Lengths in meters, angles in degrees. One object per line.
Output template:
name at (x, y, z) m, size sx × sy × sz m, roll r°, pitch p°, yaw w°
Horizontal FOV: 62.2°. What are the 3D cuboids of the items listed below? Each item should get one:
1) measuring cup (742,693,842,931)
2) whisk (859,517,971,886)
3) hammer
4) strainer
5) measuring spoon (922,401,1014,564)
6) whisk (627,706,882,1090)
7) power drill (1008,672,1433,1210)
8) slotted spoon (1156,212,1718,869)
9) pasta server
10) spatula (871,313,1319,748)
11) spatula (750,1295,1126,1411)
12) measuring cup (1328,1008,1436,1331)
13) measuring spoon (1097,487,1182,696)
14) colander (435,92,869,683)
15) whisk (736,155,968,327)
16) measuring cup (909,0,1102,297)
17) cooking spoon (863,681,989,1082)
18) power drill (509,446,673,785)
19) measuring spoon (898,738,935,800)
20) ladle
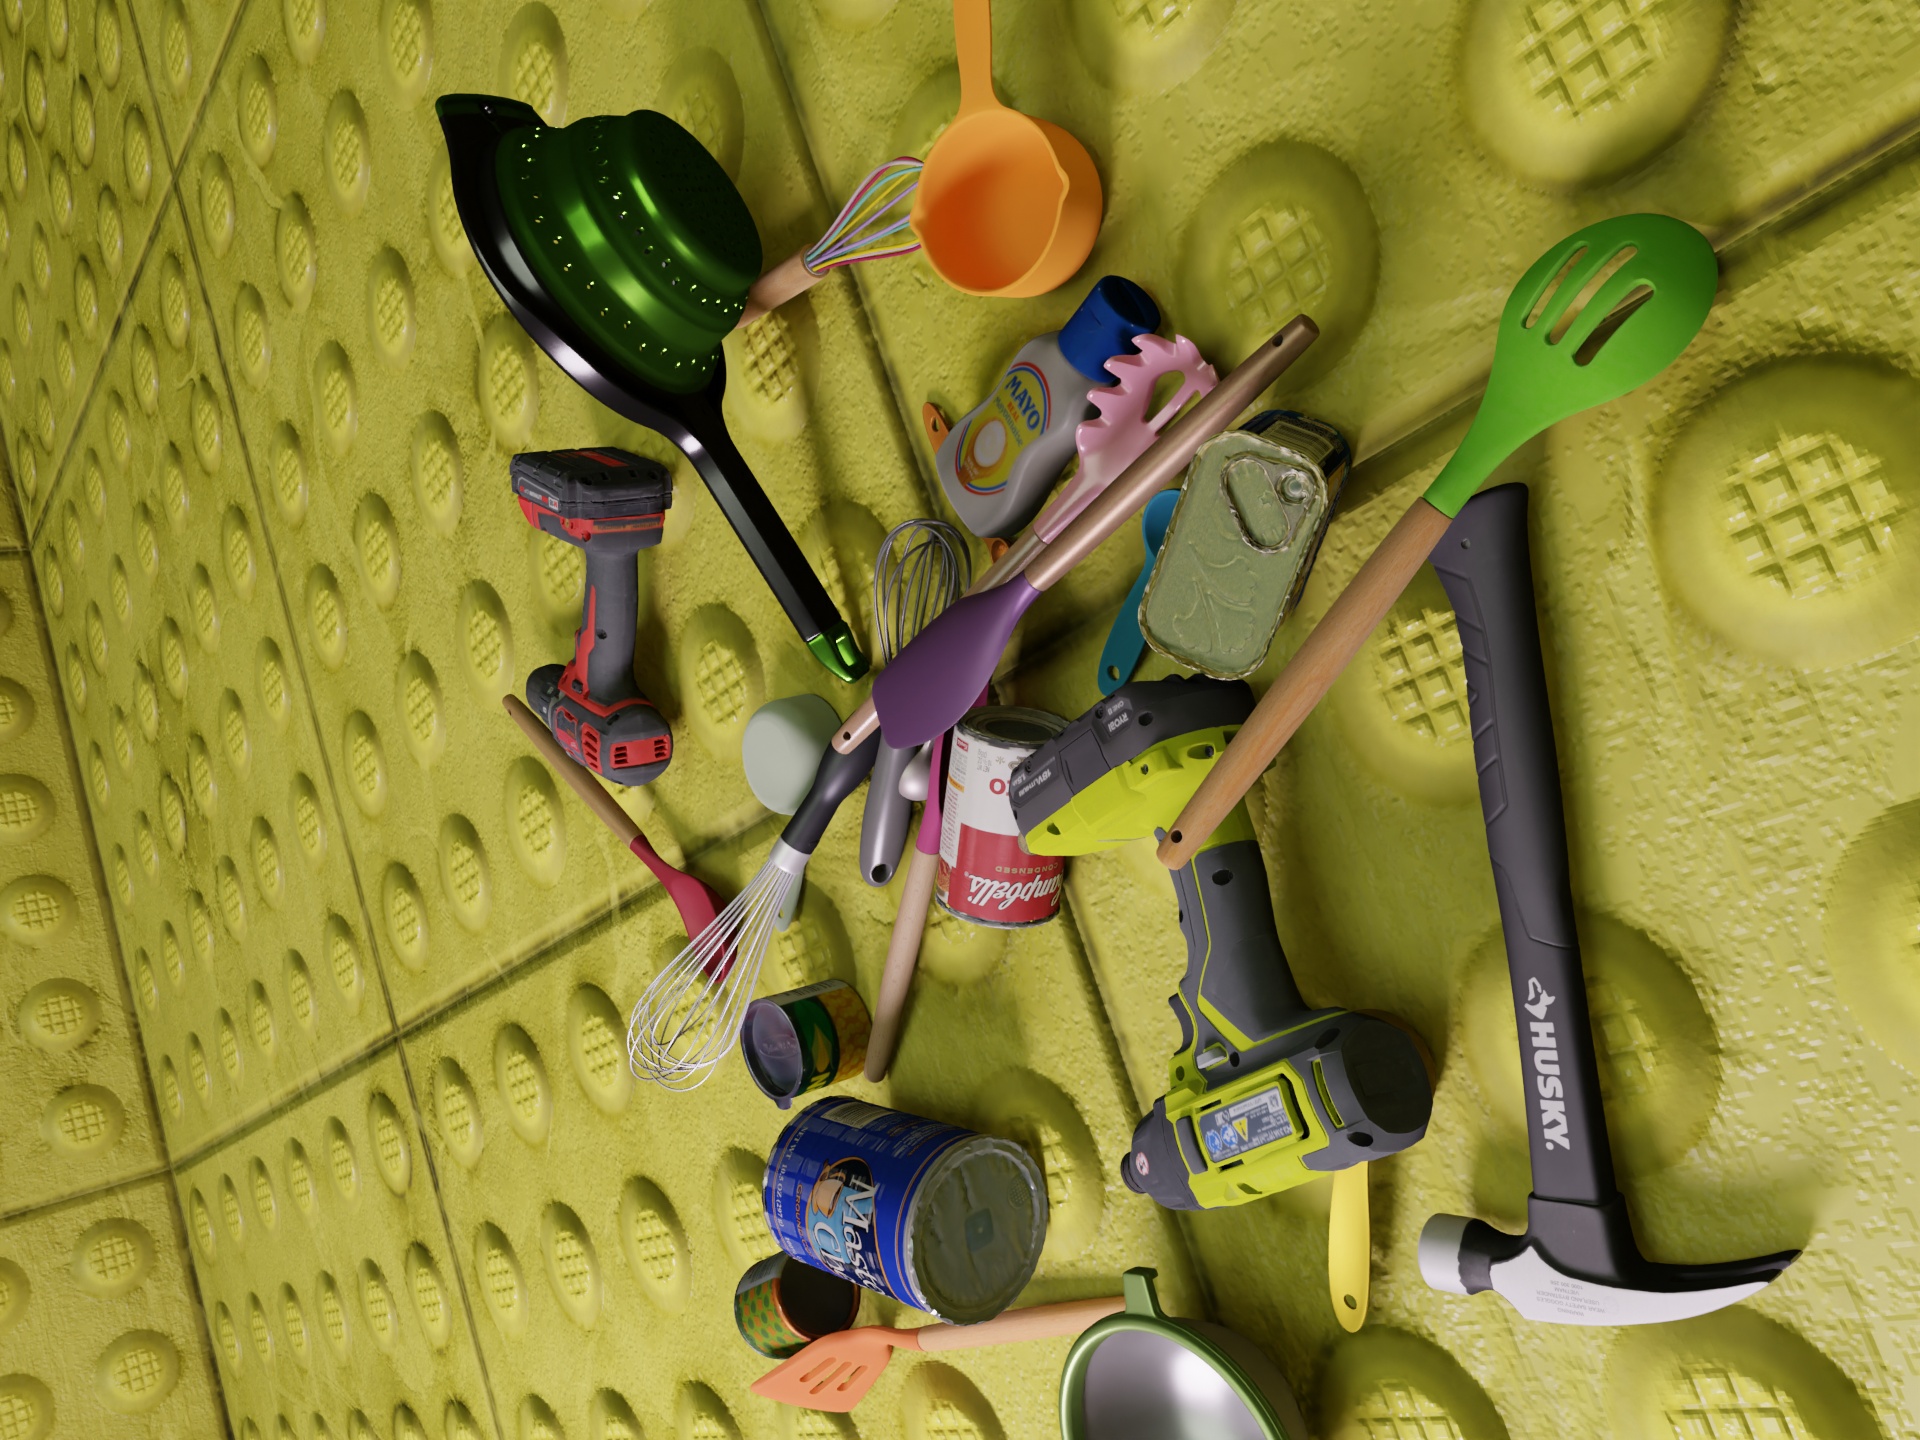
measuring cup at (-0.116, 0.064, 1.023) m, size 0.083 × 0.038 × 0.167 m, roll 29°, pitch 116°, yaw 42°
whisk at (-0.035, -0.005, 0.917) m, size 0.055 × 0.055 × 0.238 m, roll 33°, pitch 124°, yaw 40°
hammer at (0.234, 0.073, 0.633) m, size 0.146 × 0.035 × 0.335 m, roll -7°, pitch 90°, yaw 46°
strainer at (0.107, 0.397, 0.812) m, size 0.152 × 0.069 × 0.256 m, roll 45°, pitch 129°, yaw 30°
measuring spoon at (0.006, -0.130, 0.876) m, size 0.117 × 0.011 × 0.021 m, roll 65°, pitch 148°, yaw 22°
whisk at (-0.120, 0.109, 0.978) m, size 0.070 × 0.070 × 0.284 m, roll 40°, pitch 103°, yaw 37°
power drill at (0.104, 0.106, 0.731) m, size 0.171 × 0.080 × 0.223 m, roll -40°, pitch 60°, yaw 47°
slotted spoon at (0.171, -0.061, 0.620) m, size 0.313 × 0.031 × 0.070 m, roll -55°, pitch 52°, yaw 20°
pasta server at (0.022, -0.076, 0.813) m, size 0.060 × 0.040 × 0.316 m, roll 51°, pitch 124°, yaw 8°
spatula at (0.053, -0.081, 0.760) m, size 0.316 × 0.018 × 0.060 m, roll -42°, pitch 54°, yaw 36°
spatula at (-0.006, 0.378, 0.952) m, size 0.322 × 0.081 × 0.041 m, roll -29°, pitch 43°, yaw 43°
measuring cup at (0.186, 0.204, 0.722) m, size 0.062 × 0.029 × 0.156 m, roll 15°, pitch 112°, yaw 47°
measuring spoon at (0.097, -0.061, 0.784) m, size 0.042 × 0.021 × 0.128 m, roll 47°, pitch 138°, yaw 26°
colander at (-0.137, -0.207, 0.917) m, size 0.094 × 0.204 × 0.397 m, roll -29°, pitch 98°, yaw 23°
whisk at (-0.073, -0.268, 0.914) m, size 0.245 × 0.051 × 0.047 m, roll -10°, pitch 95°, yaw 52°
measuring cup at (0.024, -0.295, 0.784) m, size 0.095 × 0.052 × 0.173 m, roll -1°, pitch 95°, yaw 37°
cooking spoon at (-0.024, 0.093, 0.920) m, size 0.017 × 0.069 × 0.318 m, roll 21°, pitch 122°, yaw 13°
power drill at (-0.271, -0.079, 1.147) m, size 0.188 × 0.080 × 0.226 m, roll 26°, pitch 120°, yaw 51°
measuring spoon at (-0.001, -0.003, 0.893) m, size 0.018 × 0.034 × 0.124 m, roll 38°, pitch 120°, yaw 25°
ladle at (-0.253, 0.075, 1.168) m, size 0.316 × 0.031 × 0.069 m, roll 42°, pitch 136°, yaw 29°
